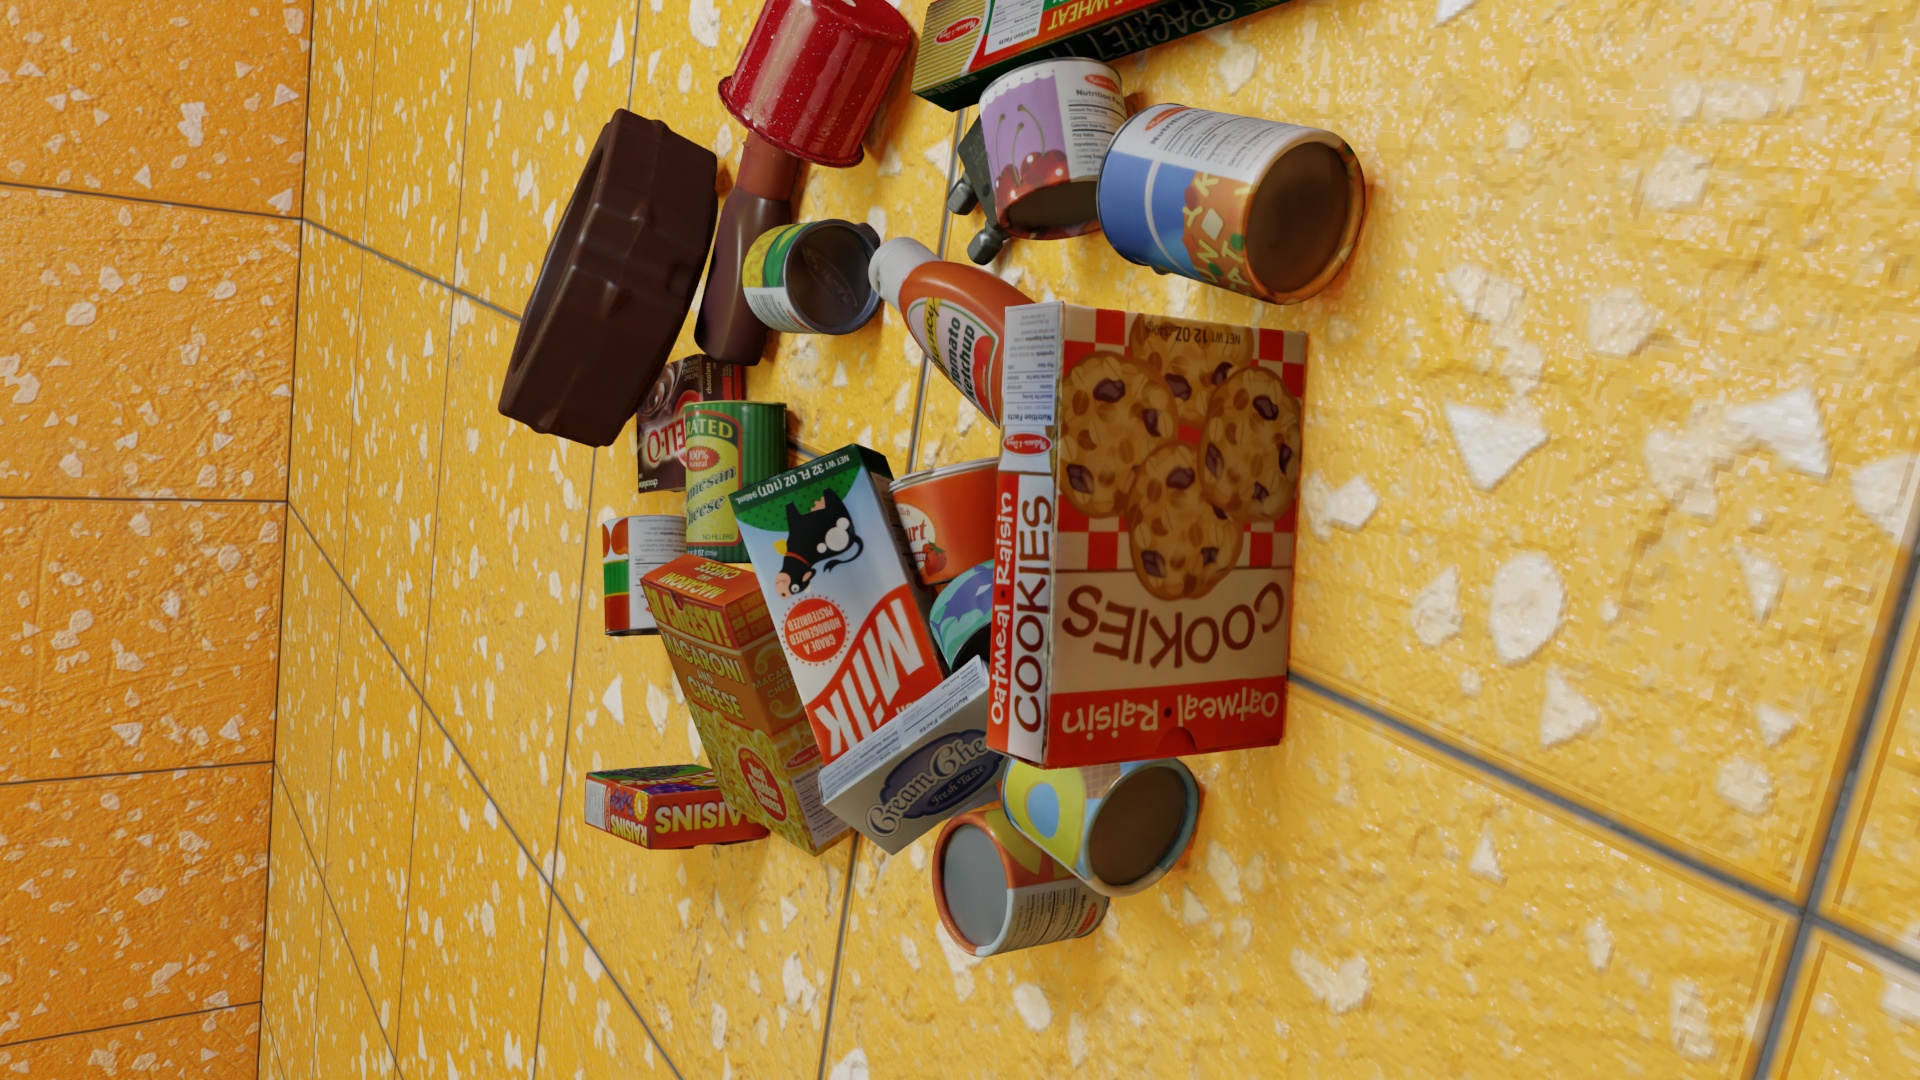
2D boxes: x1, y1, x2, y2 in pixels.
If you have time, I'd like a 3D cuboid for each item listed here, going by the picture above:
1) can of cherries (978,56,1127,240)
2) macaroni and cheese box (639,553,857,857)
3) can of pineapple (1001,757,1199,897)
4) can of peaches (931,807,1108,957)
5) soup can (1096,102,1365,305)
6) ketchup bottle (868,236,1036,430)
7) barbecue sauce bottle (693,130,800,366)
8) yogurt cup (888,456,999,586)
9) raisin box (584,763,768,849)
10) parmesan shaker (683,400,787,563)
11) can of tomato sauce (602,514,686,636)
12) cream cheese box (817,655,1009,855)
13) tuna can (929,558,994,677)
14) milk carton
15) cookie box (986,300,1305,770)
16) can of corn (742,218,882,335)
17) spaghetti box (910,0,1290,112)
[{"bbox_3d":[0.043,-0.175,0.630,0.071,0.071,0.058,-23,72,53],"label":"can of cherries"},{"bbox_3d":[-0.129,0.097,0.843,0.123,0.040,0.166,10,123,55],"label":"macaroni and cheese box"},{"bbox_3d":[0.061,0.110,0.602,0.058,0.071,0.070,27,112,52],"label":"can of pineapple"},{"bbox_3d":[0.026,0.158,0.658,0.071,0.058,0.071,1,91,55],"label":"can of peaches"},{"bbox_3d":[0.105,-0.130,0.543,0.084,0.071,0.071,33,116,50],"label":"soup can"},{"bbox_3d":[0.002,-0.112,0.707,0.149,0.044,0.064,47,148,46],"label":"ketchup bottle"},{"bbox_3d":[-0.138,-0.193,0.912,0.065,0.044,0.148,48,127,52],"label":"barbecue sauce bottle"},{"bbox_3d":[0.002,-0.009,0.691,0.072,0.072,0.054,-18,84,54],"label":"yogurt cup"},{"bbox_3d":[-0.197,0.182,0.956,0.123,0.086,0.040,-3,86,55],"label":"raisin box"},{"bbox_3d":[-0.143,-0.036,0.899,0.071,0.071,0.103,-2,88,55],"label":"parmesan shaker"},{"bbox_3d":[-0.230,0.027,1.022,0.071,0.071,0.083,-14,77,54],"label":"can of tomato sauce"},{"bbox_3d":[-0.012,0.101,0.651,0.103,0.053,0.024,-38,33,16],"label":"cream cheese box"},{"bbox_3d":[0.019,0.041,0.661,0.070,0.071,0.033,-59,44,37],"label":"tuna can"},{"bbox_3d":[-0.045,0.053,0.706,0.072,0.073,0.190,-22,85,8],"label":"milk carton"},{"bbox_3d":[0.073,-0.002,0.535,0.040,0.123,0.167,7,95,56],"label":"cookie box"},{"bbox_3d":[-0.086,-0.156,0.819,0.058,0.071,0.071,13,100,55],"label":"can of corn"},{"bbox_3d":[0.065,-0.240,0.611,0.250,0.029,0.050,4,81,52],"label":"spaghetti box"}]
